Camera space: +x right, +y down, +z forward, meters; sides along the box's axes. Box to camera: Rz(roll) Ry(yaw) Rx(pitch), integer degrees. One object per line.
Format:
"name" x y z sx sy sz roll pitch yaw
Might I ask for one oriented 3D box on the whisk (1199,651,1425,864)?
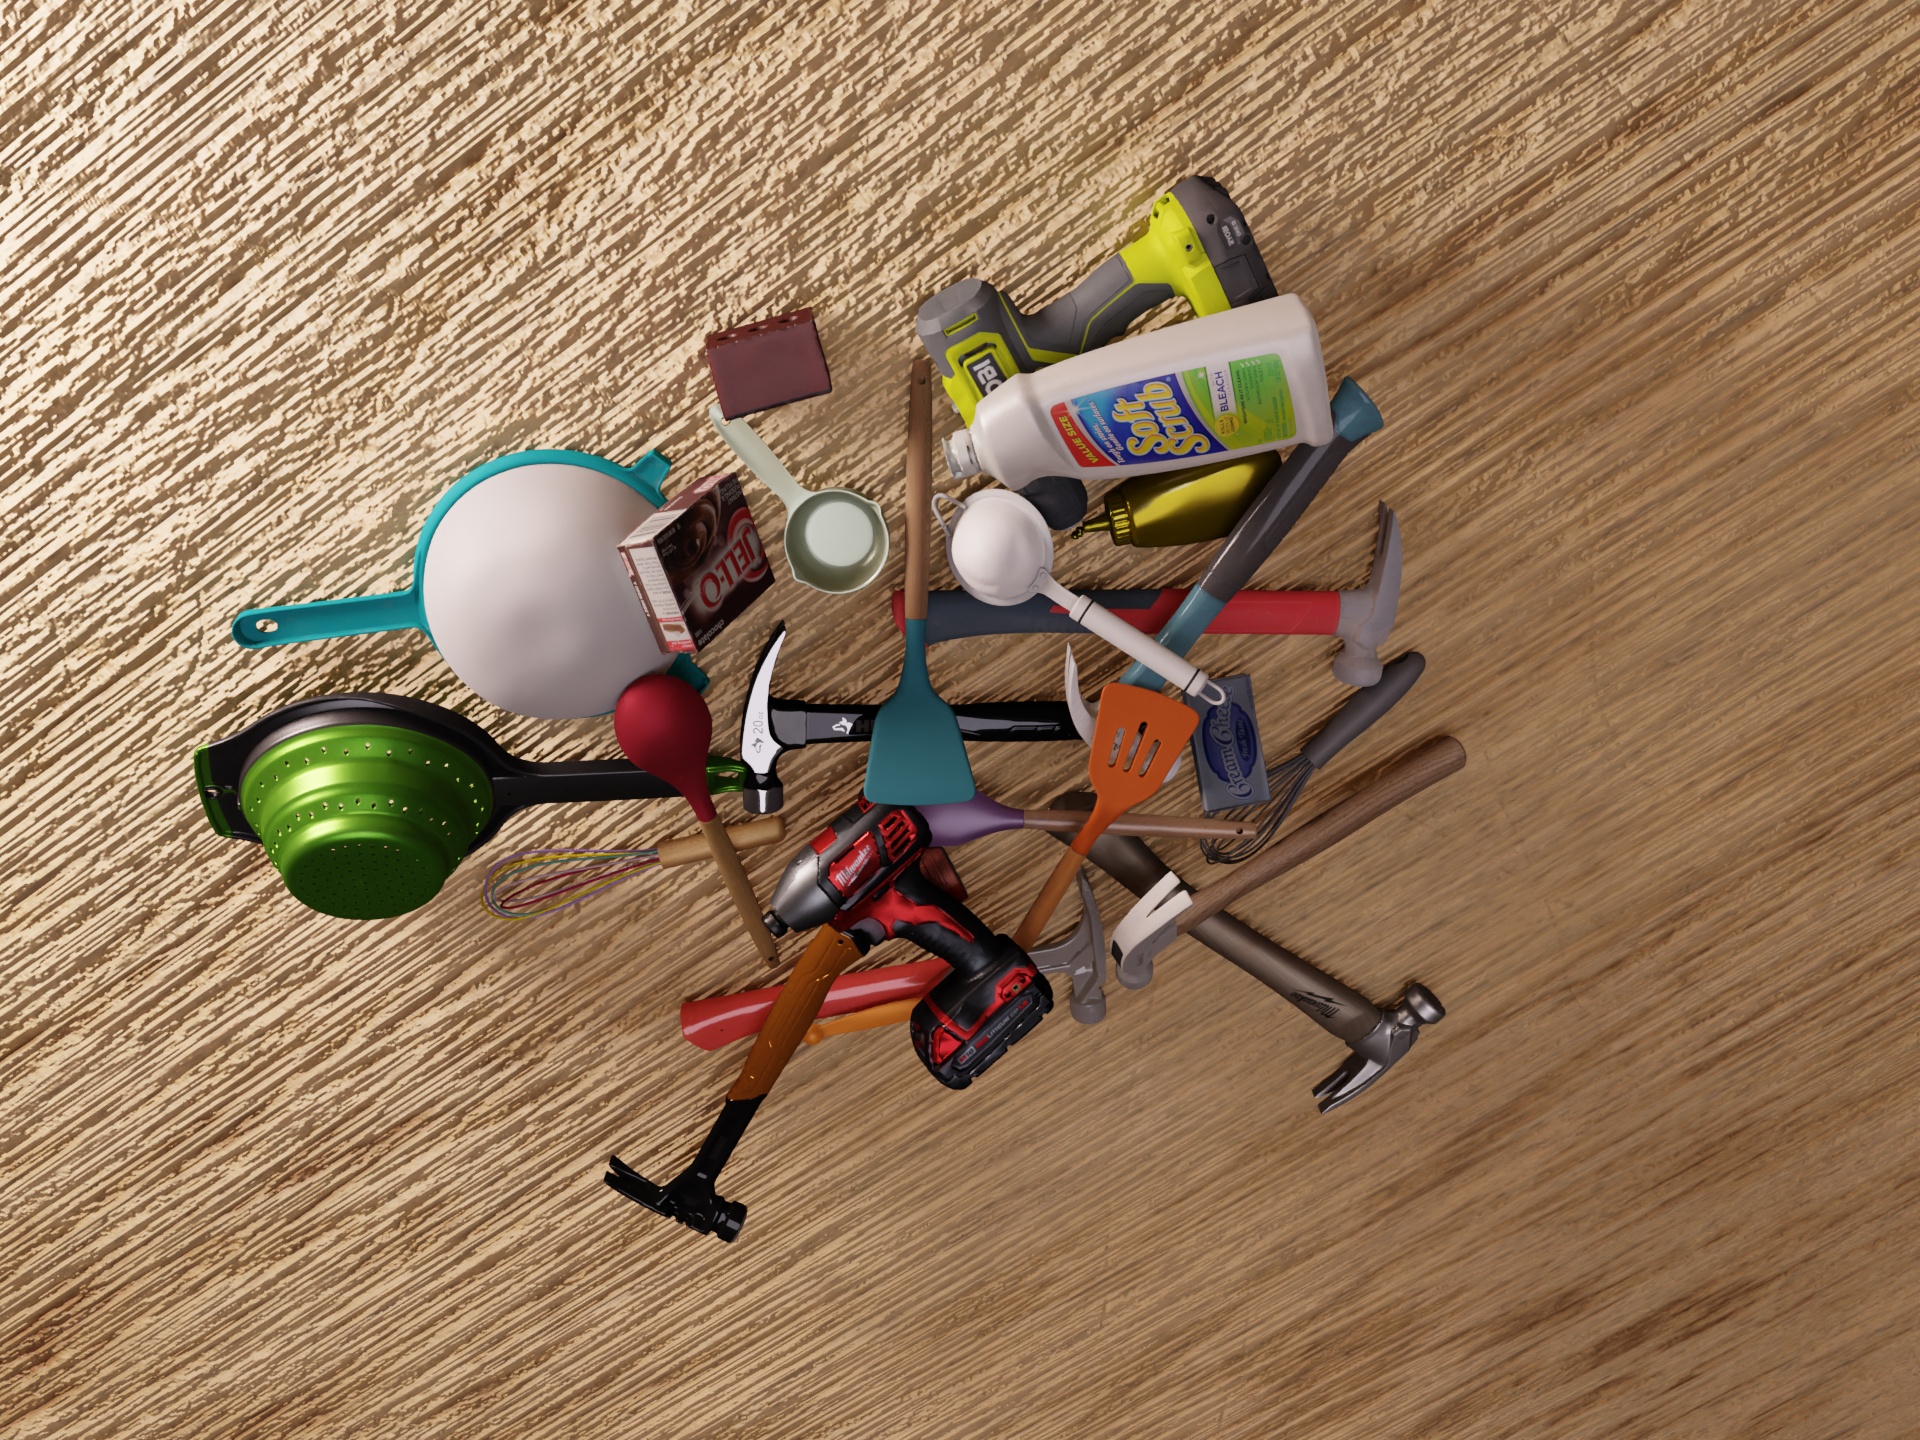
"whisk" 0.283 0.030 1.282 0.239 0.055 0.055 -44 113 10

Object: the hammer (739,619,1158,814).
"hammer" -0.002 -0.004 1.230 0.334 0.035 0.146 -1 107 -9

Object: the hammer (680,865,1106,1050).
"hammer" -0.056 0.215 1.335 0.359 0.037 0.149 -9 116 -2

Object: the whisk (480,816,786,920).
"whisk" -0.259 0.116 1.262 0.245 0.047 0.051 -13 115 -4

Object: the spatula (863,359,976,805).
"spatula" -0.029 -0.098 1.147 0.082 0.044 0.317 0 102 -6

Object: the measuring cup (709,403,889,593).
"measuring cup" -0.119 -0.165 1.150 0.083 0.038 0.167 -41 99 12

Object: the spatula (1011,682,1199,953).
"spatula" 0.083 0.112 1.249 0.081 0.041 0.322 18 124 -15

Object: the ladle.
"ladle" -0.189 0.091 1.227 0.069 0.031 0.315 -24 132 -9

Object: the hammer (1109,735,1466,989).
"hammer" 0.263 0.103 1.269 0.331 0.031 0.130 -30 153 -9

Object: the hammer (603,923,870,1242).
"hammer" -0.173 0.287 1.311 0.127 0.034 0.336 27 111 -9

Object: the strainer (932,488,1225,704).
"strainer" 0.080 -0.085 1.137 0.258 0.050 0.086 33 120 5

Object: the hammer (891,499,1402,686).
"hammer" 0.141 -0.097 1.205 0.386 0.038 0.143 0 115 -6

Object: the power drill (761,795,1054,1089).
"power drill" -0.042 0.169 1.215 0.143 0.079 0.219 -41 108 -7

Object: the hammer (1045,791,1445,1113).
"hammer" 0.226 0.193 1.357 0.410 0.038 0.146 36 109 -20

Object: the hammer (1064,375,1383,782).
"hammer" 0.193 -0.103 1.159 0.128 0.033 0.331 27 114 -20

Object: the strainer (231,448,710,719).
"strainer" -0.352 -0.071 1.130 0.340 0.095 0.210 -8 117 -4

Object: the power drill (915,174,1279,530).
"power drill" 0.106 -0.252 1.106 0.228 0.080 0.190 -28 120 10

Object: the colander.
"colander" -0.351 0.076 1.175 0.397 0.095 0.204 -2 140 -15

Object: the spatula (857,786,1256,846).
"spatula" 0.076 0.077 1.258 0.316 0.018 0.060 3 96 1

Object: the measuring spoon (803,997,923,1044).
"measuring spoon" -0.076 0.251 1.323 0.117 0.011 0.021 -14 117 0
